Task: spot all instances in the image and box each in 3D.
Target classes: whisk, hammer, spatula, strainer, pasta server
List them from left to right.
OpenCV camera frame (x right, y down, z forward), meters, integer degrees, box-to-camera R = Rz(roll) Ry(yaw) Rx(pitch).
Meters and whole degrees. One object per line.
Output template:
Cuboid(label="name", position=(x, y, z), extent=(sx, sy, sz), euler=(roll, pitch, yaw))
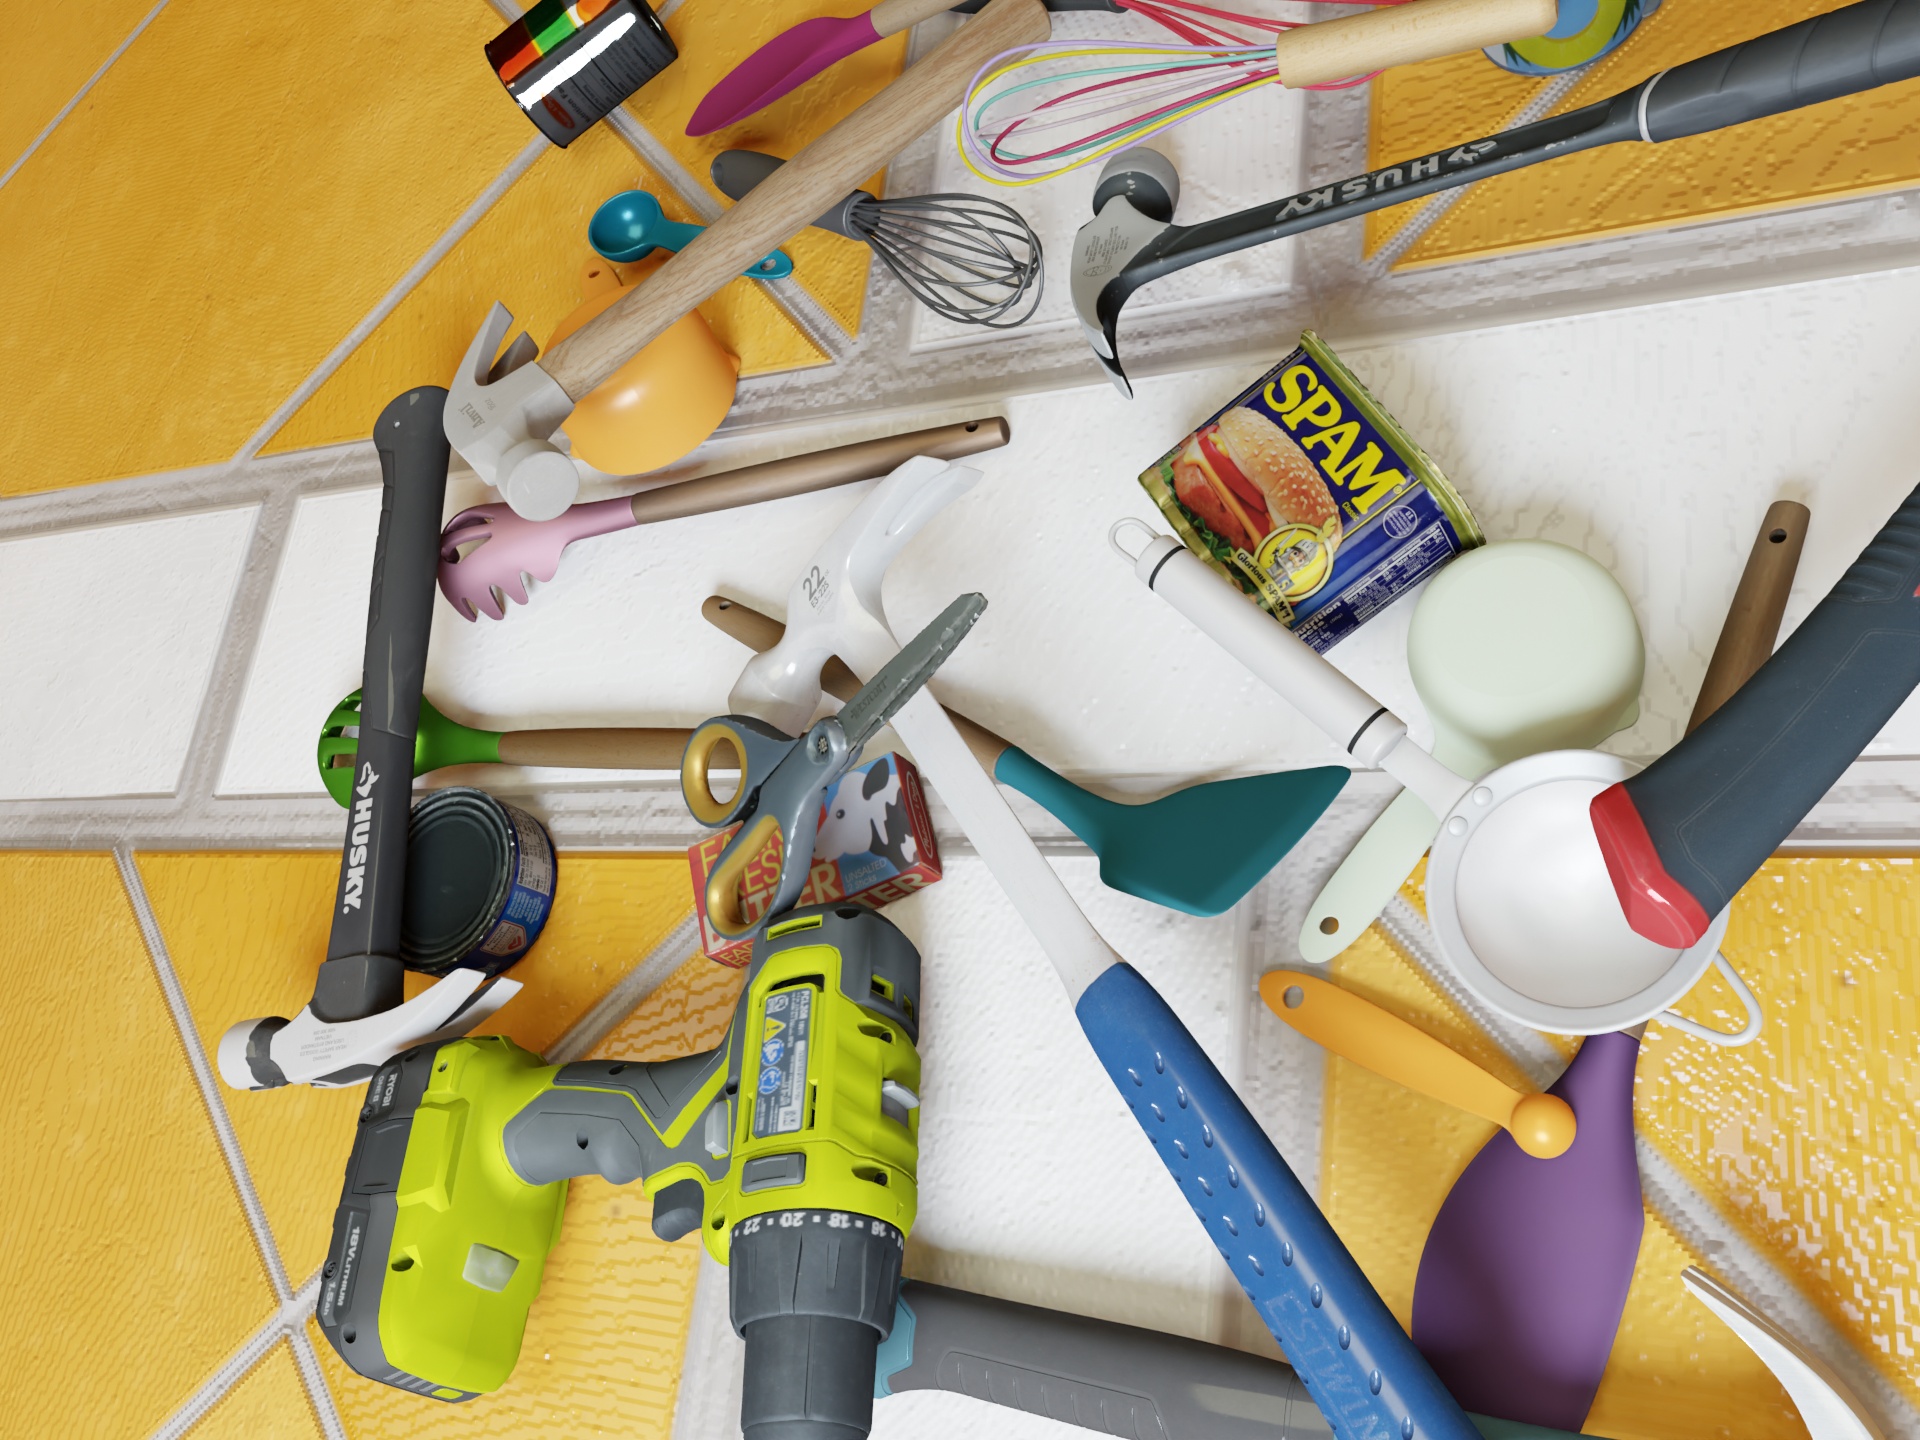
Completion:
Cuboid(label="hammer", position=(-0.257, -0.006, 0.728), extent=(0.146, 0.035, 0.335), euler=(-13, 65, 26))
Cuboid(label="pasta server", position=(-0.124, -0.101, 0.748), extent=(0.316, 0.040, 0.060), euler=(-9, 66, 21))
Cuboid(label="hammer", position=(-0.093, -0.222, 0.712), extent=(0.331, 0.031, 0.130), euler=(-41, 46, -8))
Cuboid(label="whisk", position=(-0.047, -0.236, 0.752), extent=(0.239, 0.055, 0.055), euler=(33, 87, 39))
Cuboid(label="spatula", position=(-0.001, -0.002, 0.629), extent=(0.318, 0.044, 0.082), euler=(27, 55, 36))
Cuboid(label="hammer", position=(0.043, 0.075, 0.517), extent=(0.144, 0.035, 0.406), euler=(-55, 51, 27))
Cuboid(label="whisk", position=(0.086, -0.327, 0.710), extent=(0.296, 0.073, 0.073), euler=(26, 83, 40))
Cuboid(label="whisk", position=(0.108, -0.253, 0.632), extent=(0.245, 0.051, 0.047), euler=(-1, 61, 28))
Cuboid(label="hammer", position=(0.103, 0.214, 0.483), extent=(0.331, 0.033, 0.128), euler=(0, 77, 31))
Cuboid(label="strainer", position=(0.142, 0.010, 0.512), extent=(0.259, 0.050, 0.087), euler=(43, 97, 24))
Cuboid(label="hammer", position=(0.223, -0.207, 0.553), extent=(0.409, 0.036, 0.149), euler=(-9, 42, 28))
Cuboid(label="spatula", position=(0.212, 0.073, 0.500), extent=(0.060, 0.018, 0.316), euler=(17, 80, 35))
Cuboid(label="hammer", position=(0.327, -0.078, 0.454), extent=(0.386, 0.038, 0.143), euler=(-47, 57, -8))

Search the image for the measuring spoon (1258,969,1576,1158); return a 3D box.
Cuboid(label="measuring spoon", position=(0.143, 0.108, 0.517), extent=(0.117, 0.011, 0.021), euler=(24, 86, 42))

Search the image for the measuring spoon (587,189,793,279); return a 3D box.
Cuboid(label="measuring spoon", position=(-0.136, -0.241, 0.820), extent=(0.129, 0.021, 0.042), euler=(22, 76, 24))

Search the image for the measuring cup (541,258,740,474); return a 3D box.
Cuboid(label="measuring cup", position=(-0.174, -0.197, 0.789), extent=(0.095, 0.052, 0.174), euler=(-29, 53, 1))

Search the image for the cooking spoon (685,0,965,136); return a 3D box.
Cuboid(label="cooking spoon", position=(-0.019, -0.343, 0.760), extent=(0.319, 0.017, 0.069), euler=(-8, 51, 38))

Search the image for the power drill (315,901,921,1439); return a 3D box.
Cuboid(label="power drill", position=(-0.118, 0.179, 0.580), extent=(0.228, 0.080, 0.191), euler=(-17, 51, 23))

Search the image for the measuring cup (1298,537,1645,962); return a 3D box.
Cuboid(label="measuring cup", position=(0.163, 0.010, 0.538), extent=(0.083, 0.038, 0.167), euler=(35, 87, 34))

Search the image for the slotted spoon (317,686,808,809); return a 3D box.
Cuboid(label="slotted spoon", position=(-0.189, 0.011, 0.736), extent=(0.314, 0.031, 0.070), euler=(0, 70, 27))
